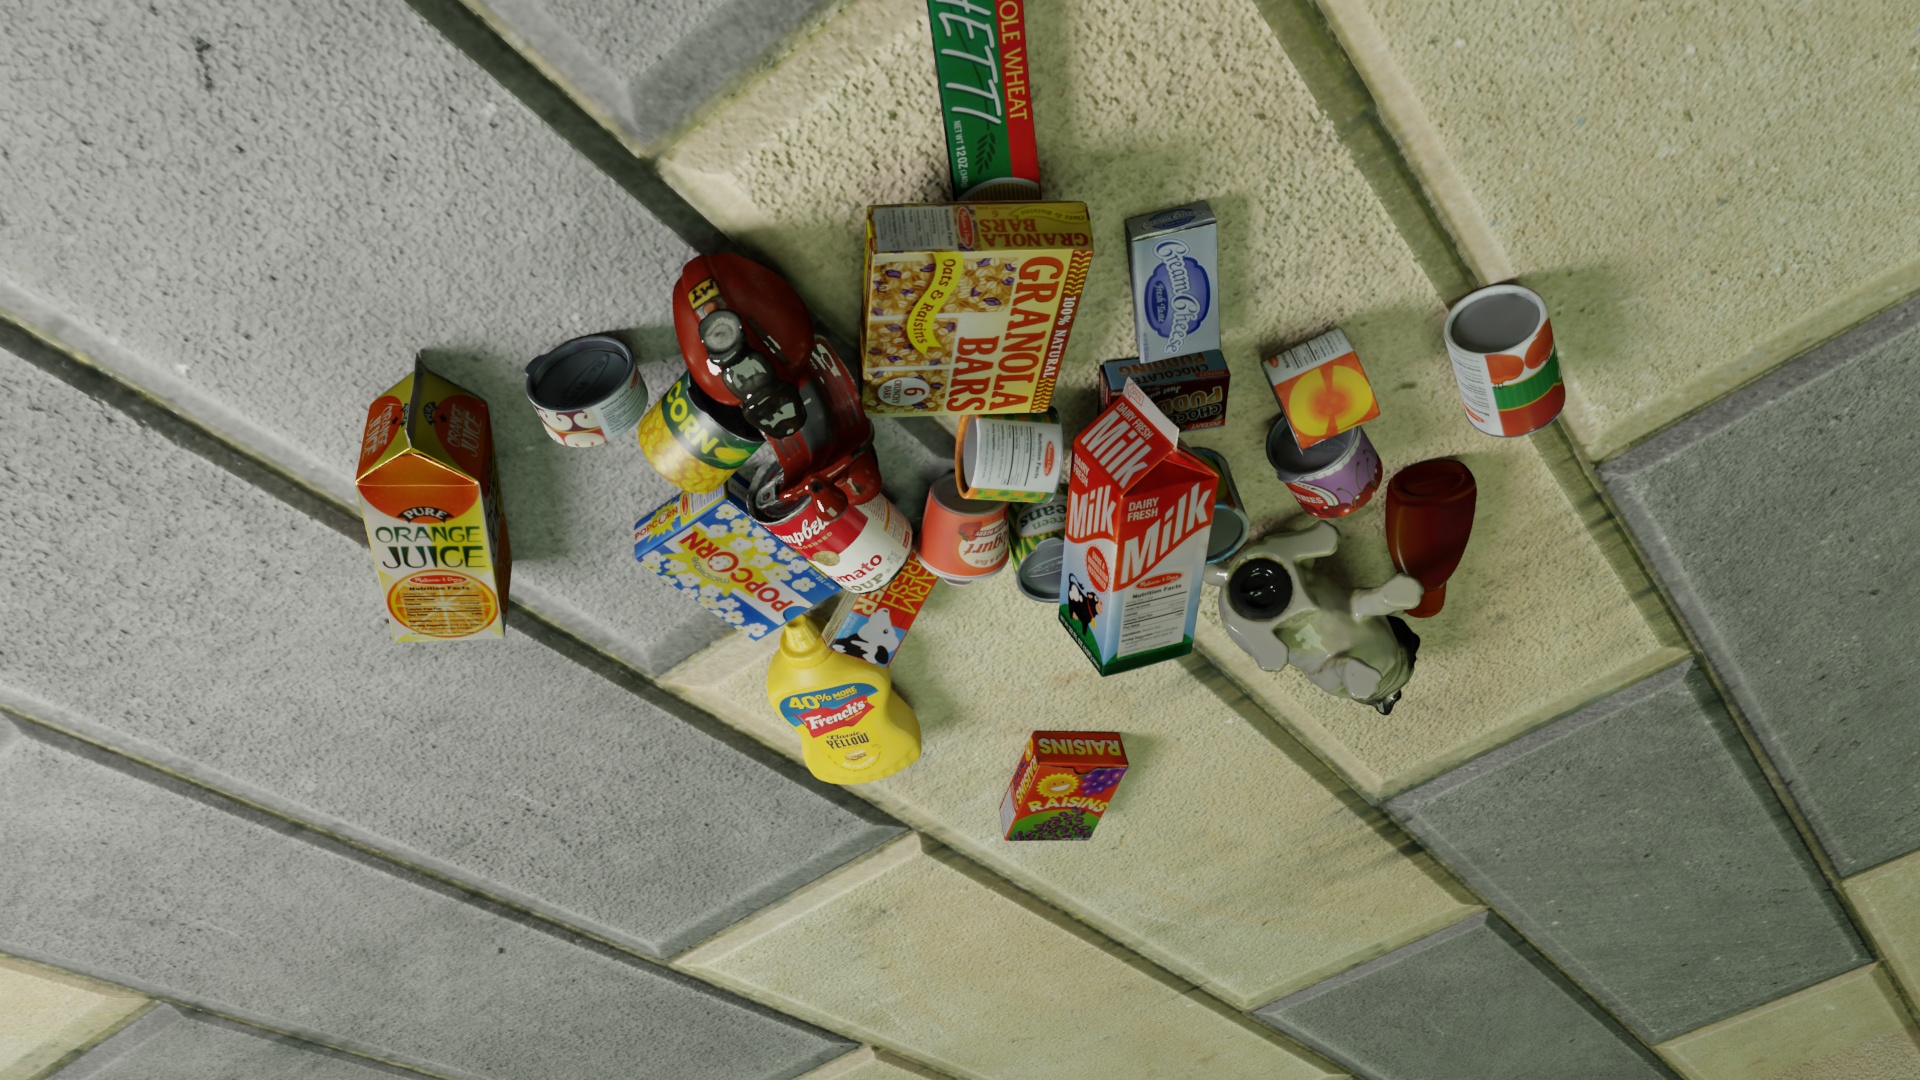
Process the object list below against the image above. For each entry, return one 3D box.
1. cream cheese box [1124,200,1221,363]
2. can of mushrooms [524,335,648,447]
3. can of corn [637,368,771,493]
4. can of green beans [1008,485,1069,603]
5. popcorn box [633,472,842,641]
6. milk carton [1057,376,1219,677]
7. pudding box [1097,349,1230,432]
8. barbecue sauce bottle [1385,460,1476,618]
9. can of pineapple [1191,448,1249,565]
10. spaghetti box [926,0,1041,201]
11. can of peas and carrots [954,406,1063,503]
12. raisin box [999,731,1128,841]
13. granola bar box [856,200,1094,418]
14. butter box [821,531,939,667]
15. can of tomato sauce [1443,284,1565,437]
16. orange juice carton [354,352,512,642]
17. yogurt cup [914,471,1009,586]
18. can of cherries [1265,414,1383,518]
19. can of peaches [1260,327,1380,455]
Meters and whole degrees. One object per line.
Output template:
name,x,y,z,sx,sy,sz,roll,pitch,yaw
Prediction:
cream cheese box,0.134,-0.160,0.872,0.053,0.024,0.103,-13,137,1
can of mushrooms,-0.226,-0.091,0.839,0.071,0.071,0.033,-13,139,1
can of corn,-0.161,-0.071,0.870,0.071,0.071,0.058,28,125,-35
can of green beans,0.068,0.002,1.005,0.071,0.058,0.071,-6,137,-6
popcorn box,-0.156,0.011,0.981,0.085,0.038,0.126,-31,133,19
milk carton,0.117,-0.010,0.923,0.073,0.072,0.189,-12,128,-19
pudding box,0.136,-0.097,0.935,0.084,0.030,0.049,-7,138,-4
barbecue sauce bottle,0.363,0.003,1.082,0.065,0.044,0.147,-13,138,3
can of pineapple,0.167,-0.023,1.000,0.071,0.058,0.070,-6,137,-6
spaghetti box,0.010,-0.258,0.737,0.050,0.029,0.248,-11,138,0
can of peas and carrots,0.031,-0.059,0.929,0.059,0.071,0.070,3,135,-14
raisin box,0.092,0.225,1.262,0.086,0.040,0.122,4,134,-15
granola bar box,0.003,-0.134,0.828,0.124,0.039,0.164,-3,153,-8
butter box,-0.055,0.040,1.018,0.053,0.024,0.103,22,105,-30
can of tomato sauce,0.367,-0.122,0.933,0.071,0.071,0.083,-24,135,13
orange juice carton,-0.333,-0.023,0.881,0.073,0.072,0.191,-1,137,-11
yogurt cup,0.003,-0.012,0.973,0.072,0.073,0.053,-1,128,-11
can of cherries,0.255,-0.055,0.976,0.071,0.072,0.058,-28,136,17
can of peaches,0.241,-0.099,0.928,0.058,0.071,0.071,-25,136,13
